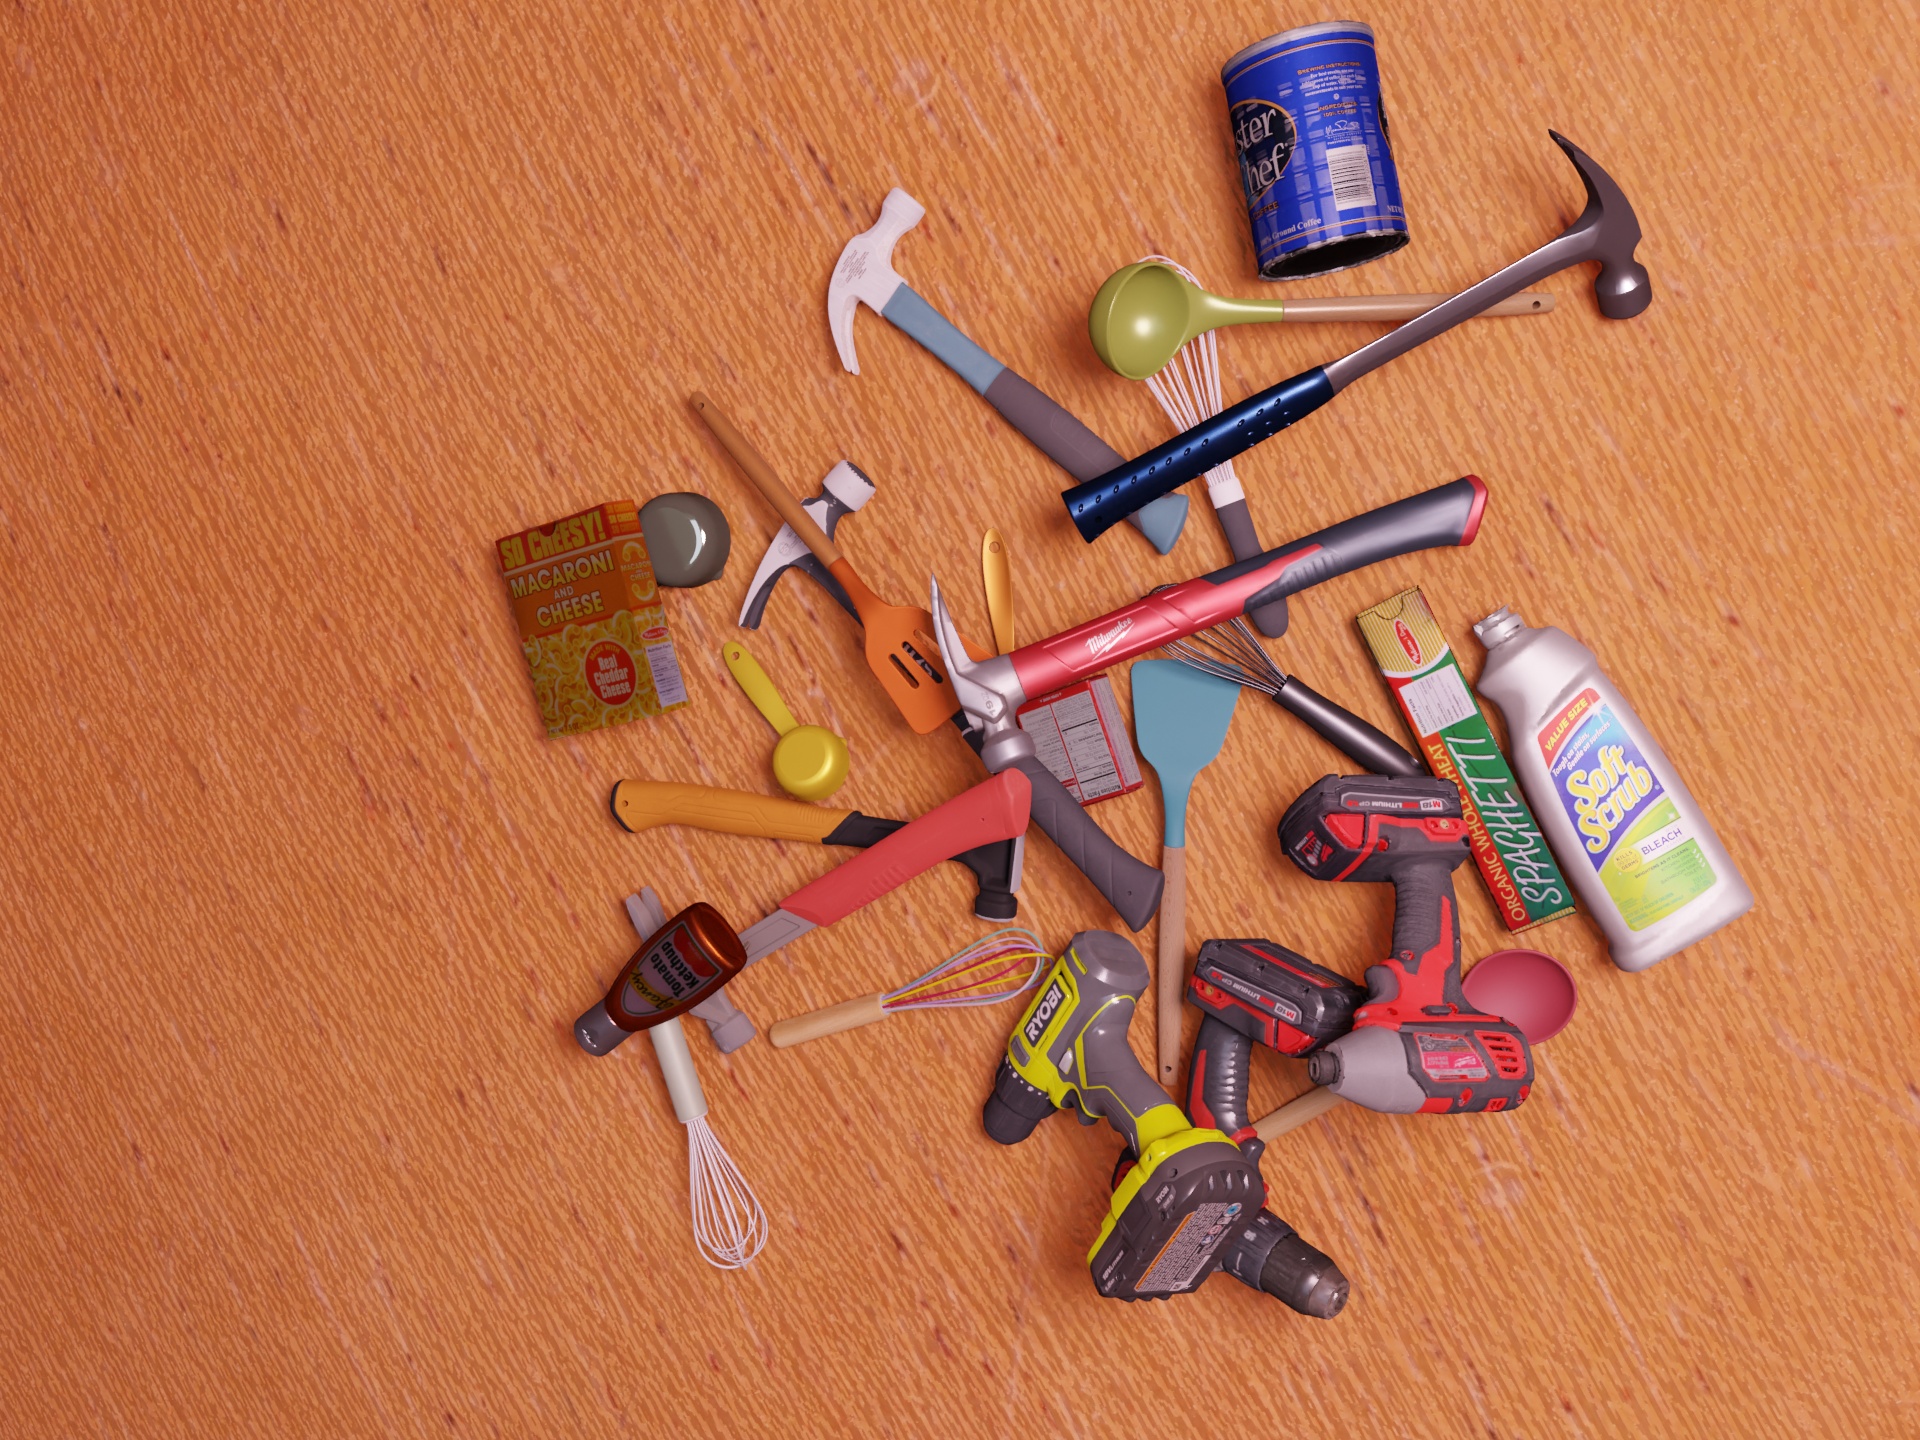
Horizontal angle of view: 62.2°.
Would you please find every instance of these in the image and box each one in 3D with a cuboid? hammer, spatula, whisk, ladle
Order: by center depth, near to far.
[{"bbox_3d":[0.251,-0.235,1.053,0.405,0.035,0.143,-28,132,12],"label":"hammer"},{"bbox_3d":[0.244,-0.272,1.063,0.320,0.062,0.078,-2,118,-2],"label":"ladle"},{"bbox_3d":[0.172,-0.099,1.094,0.386,0.038,0.143,-22,82,0],"label":"hammer"},{"bbox_3d":[0.177,-0.192,1.130,0.070,0.070,0.284,-19,95,16],"label":"whisk"},{"bbox_3d":[0.229,-0.023,1.133,0.239,0.055,0.055,35,102,3],"label":"whisk"},{"bbox_3d":[0.297,0.256,1.149,0.315,0.031,0.069,-34,81,17],"label":"ladle"},{"bbox_3d":[-0.002,-0.004,1.168,0.149,0.036,0.409,-46,75,11],"label":"hammer"},{"bbox_3d":[0.037,-0.242,1.170,0.331,0.033,0.128,41,102,8],"label":"hammer"},{"bbox_3d":[0.160,0.115,1.175,0.082,0.044,0.317,3,100,13],"label":"spatula"},{"bbox_3d":[-0.102,-0.130,1.179,0.081,0.041,0.323,-44,72,12],"label":"spatula"},{"bbox_3d":[-0.096,0.121,1.192,0.359,0.037,0.149,-33,90,29],"label":"hammer"},{"bbox_3d":[-0.041,0.211,1.226,0.245,0.047,0.051,-19,91,19],"label":"whisk"},{"bbox_3d":[-0.115,0.072,1.237,0.337,0.034,0.127,6,97,14],"label":"hammer"},{"bbox_3d":[-0.210,0.323,1.269,0.058,0.059,0.246,-18,92,-12],"label":"whisk"}]

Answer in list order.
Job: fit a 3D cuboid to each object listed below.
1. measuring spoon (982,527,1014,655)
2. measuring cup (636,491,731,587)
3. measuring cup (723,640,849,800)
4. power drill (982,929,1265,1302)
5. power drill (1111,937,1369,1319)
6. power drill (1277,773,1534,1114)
[{"bbox_3d":[0.032,-0.087,1.199,0.021,0.011,0.117,-7,89,15],"label":"measuring spoon"},{"bbox_3d":[-0.253,-0.111,1.255,0.167,0.038,0.083,-44,83,14],"label":"measuring cup"},{"bbox_3d":[-0.143,-0.006,1.222,0.062,0.029,0.157,-39,69,3],"label":"measuring cup"},{"bbox_3d":[0.100,0.288,1.121,0.190,0.080,0.229,-62,37,25],"label":"power drill"},{"bbox_3d":[0.213,0.284,1.112,0.188,0.080,0.226,25,101,41],"label":"power drill"},{"bbox_3d":[0.283,0.150,1.047,0.143,0.078,0.220,2,61,-13],"label":"power drill"}]
